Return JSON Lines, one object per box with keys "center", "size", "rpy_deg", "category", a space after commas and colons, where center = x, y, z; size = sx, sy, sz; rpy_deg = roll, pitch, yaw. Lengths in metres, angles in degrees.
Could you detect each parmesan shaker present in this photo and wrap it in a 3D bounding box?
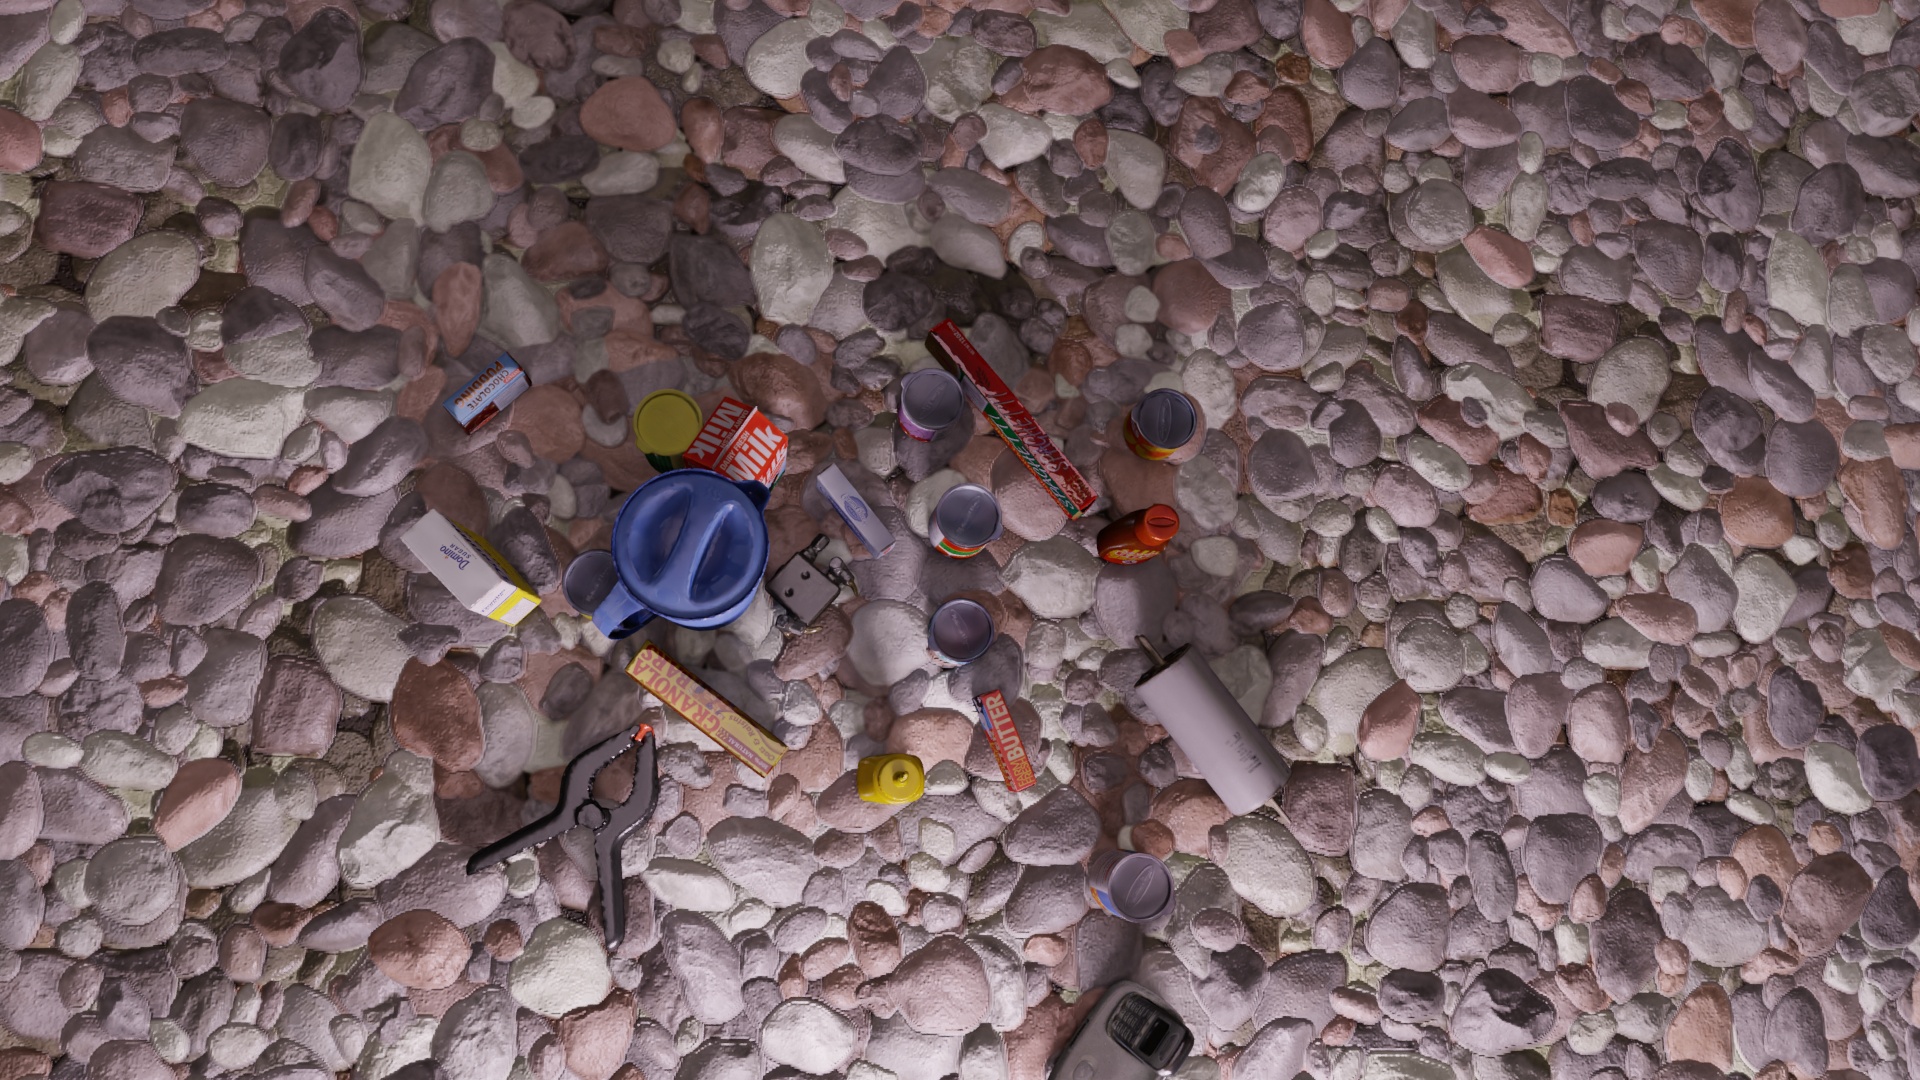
{"center": [-0.289, -0.104, 1.382], "size": [0.071, 0.103, 0.071], "rpy_deg": [1, 80, -8], "category": "parmesan shaker"}

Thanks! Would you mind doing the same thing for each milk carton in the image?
{"center": [-0.217, -0.079, 1.343], "size": [0.073, 0.190, 0.072], "rpy_deg": [33, 78, -1], "category": "milk carton"}

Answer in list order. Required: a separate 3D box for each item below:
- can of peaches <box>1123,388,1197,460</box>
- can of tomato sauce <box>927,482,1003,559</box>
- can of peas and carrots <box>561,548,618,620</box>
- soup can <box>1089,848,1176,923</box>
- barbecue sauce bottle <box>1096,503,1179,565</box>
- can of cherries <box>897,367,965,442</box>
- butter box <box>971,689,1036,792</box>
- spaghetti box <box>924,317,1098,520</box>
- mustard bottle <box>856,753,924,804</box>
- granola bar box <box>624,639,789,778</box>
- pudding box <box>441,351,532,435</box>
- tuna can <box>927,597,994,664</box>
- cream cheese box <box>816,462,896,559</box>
{"center": [0.209, -0.123, 1.478], "size": [0.071, 0.058, 0.071], "rpy_deg": [1, 80, -8], "category": "can of peaches"}
{"center": [0.005, -0.018, 1.418], "size": [0.071, 0.083, 0.071], "rpy_deg": [1, 80, -8], "category": "can of tomato sauce"}
{"center": [-0.352, 0.046, 1.369], "size": [0.071, 0.058, 0.071], "rpy_deg": [1, 80, -8], "category": "can of peas and carrots"}
{"center": [0.170, 0.342, 1.376], "size": [0.071, 0.083, 0.071], "rpy_deg": [1, 80, -8], "category": "soup can"}
{"center": [0.184, -0.007, 1.407], "size": [0.065, 0.148, 0.044], "rpy_deg": [3, 80, -7], "category": "barbecue sauce bottle"}
{"center": [-0.033, -0.142, 1.448], "size": [0.071, 0.058, 0.071], "rpy_deg": [1, 80, -8], "category": "can of cherries"}
{"center": [0.044, 0.201, 1.399], "size": [0.024, 0.053, 0.103], "rpy_deg": [-21, 83, -11], "category": "butter box"}
{"center": [0.053, -0.126, 1.461], "size": [0.029, 0.050, 0.250], "rpy_deg": [-39, 87, -12], "category": "spaghetti box"}
{"center": [-0.064, 0.228, 1.325], "size": [0.065, 0.160, 0.049], "rpy_deg": [-1, 81, -8], "category": "mustard bottle"}
{"center": [-0.241, 0.164, 1.330], "size": [0.165, 0.124, 0.039], "rpy_deg": [37, 78, 0], "category": "granola bar box"}
{"center": [-0.474, -0.147, 1.392], "size": [0.084, 0.049, 0.030], "rpy_deg": [-43, 88, -12], "category": "pudding box"}
{"center": [-0.002, 0.095, 1.422], "size": [0.071, 0.032, 0.071], "rpy_deg": [1, 80, -8], "category": "tuna can"}
{"center": [-0.108, -0.029, 1.419], "size": [0.024, 0.053, 0.104], "rpy_deg": [-38, 87, -12], "category": "cream cheese box"}
